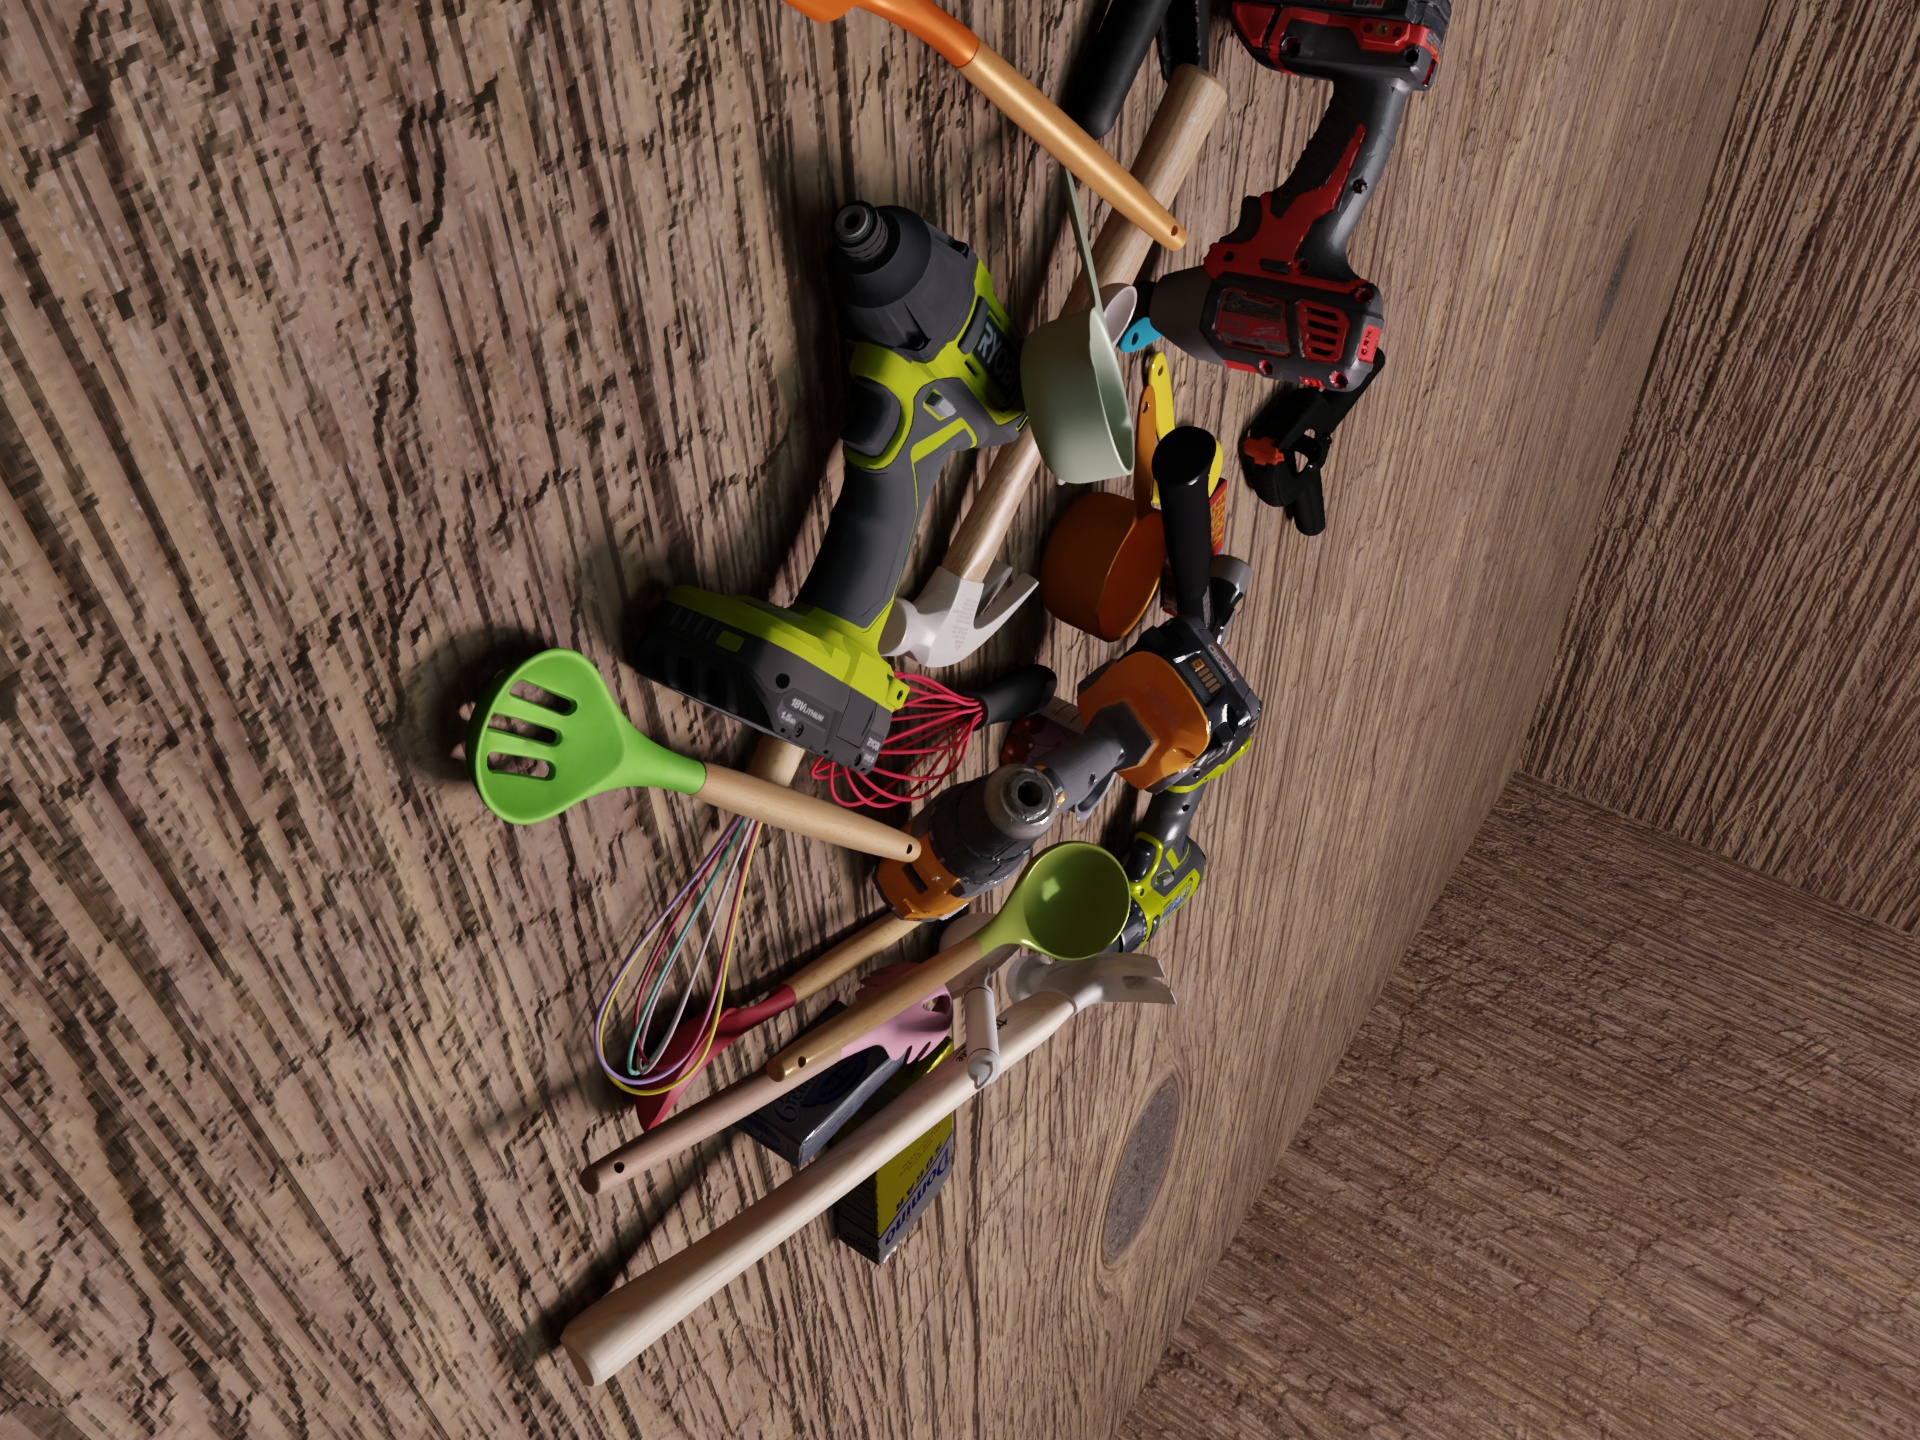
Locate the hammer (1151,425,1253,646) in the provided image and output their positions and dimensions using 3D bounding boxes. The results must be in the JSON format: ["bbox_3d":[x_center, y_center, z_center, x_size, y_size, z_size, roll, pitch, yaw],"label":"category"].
[{"bbox_3d":[0.143,-0.090,0.997,0.146,0.035,0.334,-65,165,-11],"label":"hammer"}]

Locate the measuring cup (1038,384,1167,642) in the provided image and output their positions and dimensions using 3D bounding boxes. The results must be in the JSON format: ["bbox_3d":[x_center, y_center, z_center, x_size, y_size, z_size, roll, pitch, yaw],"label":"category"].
[{"bbox_3d":[0.087,-0.130,0.959,0.095,0.052,0.173,-43,146,-39],"label":"measuring cup"}]

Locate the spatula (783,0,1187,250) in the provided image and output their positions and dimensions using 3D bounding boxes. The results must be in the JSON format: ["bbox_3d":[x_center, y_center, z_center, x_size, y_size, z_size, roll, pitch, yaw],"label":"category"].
[{"bbox_3d":[0.022,-0.268,0.669,0.322,0.041,0.081,17,97,-52],"label":"spatula"}]

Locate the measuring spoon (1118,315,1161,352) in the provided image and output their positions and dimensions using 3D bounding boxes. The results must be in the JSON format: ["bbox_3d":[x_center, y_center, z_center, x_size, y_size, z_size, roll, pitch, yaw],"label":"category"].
[{"bbox_3d":[0.135,-0.244,0.978,0.128,0.021,0.042,-37,144,-47],"label":"measuring spoon"}]

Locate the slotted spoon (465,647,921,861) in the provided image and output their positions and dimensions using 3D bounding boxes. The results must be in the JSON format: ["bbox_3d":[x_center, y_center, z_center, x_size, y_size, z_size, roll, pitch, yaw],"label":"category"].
[{"bbox_3d":[-0.104,0.033,0.707,0.313,0.031,0.070,25,82,-57],"label":"slotted spoon"}]

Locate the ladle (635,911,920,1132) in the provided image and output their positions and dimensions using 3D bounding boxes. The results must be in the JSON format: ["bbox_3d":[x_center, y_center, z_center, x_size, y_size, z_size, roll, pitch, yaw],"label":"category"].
[{"bbox_3d":[-0.083,0.147,0.910,0.315,0.031,0.069,-26,152,-57],"label":"ladle"}]

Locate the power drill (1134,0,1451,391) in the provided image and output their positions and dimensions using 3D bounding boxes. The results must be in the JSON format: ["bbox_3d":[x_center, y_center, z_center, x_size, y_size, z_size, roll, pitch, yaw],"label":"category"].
[{"bbox_3d":[0.183,-0.305,0.891,0.078,0.143,0.219,-18,123,-63],"label":"power drill"}]

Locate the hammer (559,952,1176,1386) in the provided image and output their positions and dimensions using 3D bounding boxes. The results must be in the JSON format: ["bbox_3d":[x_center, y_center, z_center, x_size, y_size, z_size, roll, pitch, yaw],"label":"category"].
[{"bbox_3d":[-0.047,0.249,0.935,0.410,0.146,0.038,-30,100,-35],"label":"hammer"}]

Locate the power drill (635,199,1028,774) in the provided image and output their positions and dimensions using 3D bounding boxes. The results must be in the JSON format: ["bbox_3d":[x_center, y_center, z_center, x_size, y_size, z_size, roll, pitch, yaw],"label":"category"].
[{"bbox_3d":[-0.048,-0.101,0.693,0.223,0.080,0.171,-67,157,-5],"label":"power drill"}]

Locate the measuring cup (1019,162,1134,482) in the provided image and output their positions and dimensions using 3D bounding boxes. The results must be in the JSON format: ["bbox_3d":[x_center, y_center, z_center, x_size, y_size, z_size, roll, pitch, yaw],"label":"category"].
[{"bbox_3d":[0.046,-0.187,0.736,0.083,0.038,0.168,39,40,-66],"label":"measuring cup"}]

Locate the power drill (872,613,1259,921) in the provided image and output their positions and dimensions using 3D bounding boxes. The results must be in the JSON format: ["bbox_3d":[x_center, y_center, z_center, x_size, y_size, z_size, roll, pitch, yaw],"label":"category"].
[{"bbox_3d":[0.065,0.026,0.907,0.226,0.084,0.185,-33,175,-26],"label":"power drill"}]

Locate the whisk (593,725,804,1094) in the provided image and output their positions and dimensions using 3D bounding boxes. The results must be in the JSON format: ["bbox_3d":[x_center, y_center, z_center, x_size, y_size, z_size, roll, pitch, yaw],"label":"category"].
[{"bbox_3d":[-0.107,0.066,0.770,0.245,0.047,0.051,-66,154,-6],"label":"whisk"}]

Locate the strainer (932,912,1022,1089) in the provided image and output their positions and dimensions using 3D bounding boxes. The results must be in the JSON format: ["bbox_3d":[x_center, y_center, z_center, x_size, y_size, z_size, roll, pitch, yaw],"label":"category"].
[{"bbox_3d":[0.011,0.171,1.005,0.087,0.050,0.258,-37,-169,7],"label":"strainer"}]

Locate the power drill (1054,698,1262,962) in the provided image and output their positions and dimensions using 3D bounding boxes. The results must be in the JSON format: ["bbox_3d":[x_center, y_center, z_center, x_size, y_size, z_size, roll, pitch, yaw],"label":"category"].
[{"bbox_3d":[0.150,0.087,1.261,0.190,0.080,0.228,-34,144,-49],"label":"power drill"}]

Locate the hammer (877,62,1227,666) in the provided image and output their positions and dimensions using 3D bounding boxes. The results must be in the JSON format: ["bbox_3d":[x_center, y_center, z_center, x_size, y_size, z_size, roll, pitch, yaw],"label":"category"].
[{"bbox_3d":[0.052,-0.178,0.834,0.331,0.031,0.130,-63,158,11],"label":"hammer"}]

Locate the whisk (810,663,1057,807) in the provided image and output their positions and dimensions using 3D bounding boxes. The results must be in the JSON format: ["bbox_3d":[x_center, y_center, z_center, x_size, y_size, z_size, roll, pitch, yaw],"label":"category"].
[{"bbox_3d":[-0.001,-0.003,0.901,0.296,0.073,0.073,-20,131,-65],"label":"whisk"}]

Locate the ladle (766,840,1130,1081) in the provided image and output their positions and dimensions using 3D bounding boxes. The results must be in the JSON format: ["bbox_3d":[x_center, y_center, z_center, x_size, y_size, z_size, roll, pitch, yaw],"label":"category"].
[{"bbox_3d":[0.003,0.142,0.926,0.320,0.062,0.078,-21,103,-54],"label":"ladle"}]

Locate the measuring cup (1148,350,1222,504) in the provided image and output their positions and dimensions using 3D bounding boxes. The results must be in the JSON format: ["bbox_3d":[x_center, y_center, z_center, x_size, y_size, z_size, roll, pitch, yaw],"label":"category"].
[{"bbox_3d":[0.146,-0.189,1.043,0.062,0.029,0.156,-58,156,-14],"label":"measuring cup"}]

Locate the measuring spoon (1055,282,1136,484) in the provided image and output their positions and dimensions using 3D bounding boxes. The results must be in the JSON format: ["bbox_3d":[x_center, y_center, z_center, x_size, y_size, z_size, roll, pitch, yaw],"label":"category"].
[{"bbox_3d":[0.062,-0.171,0.811,0.034,0.018,0.124,-40,157,-38],"label":"measuring spoon"}]

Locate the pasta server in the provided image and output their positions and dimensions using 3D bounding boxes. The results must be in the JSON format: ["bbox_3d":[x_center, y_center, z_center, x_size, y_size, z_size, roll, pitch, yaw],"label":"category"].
[{"bbox_3d":[-0.090,0.187,0.848,0.040,0.060,0.316,-37,169,31],"label":"pasta server"}]
